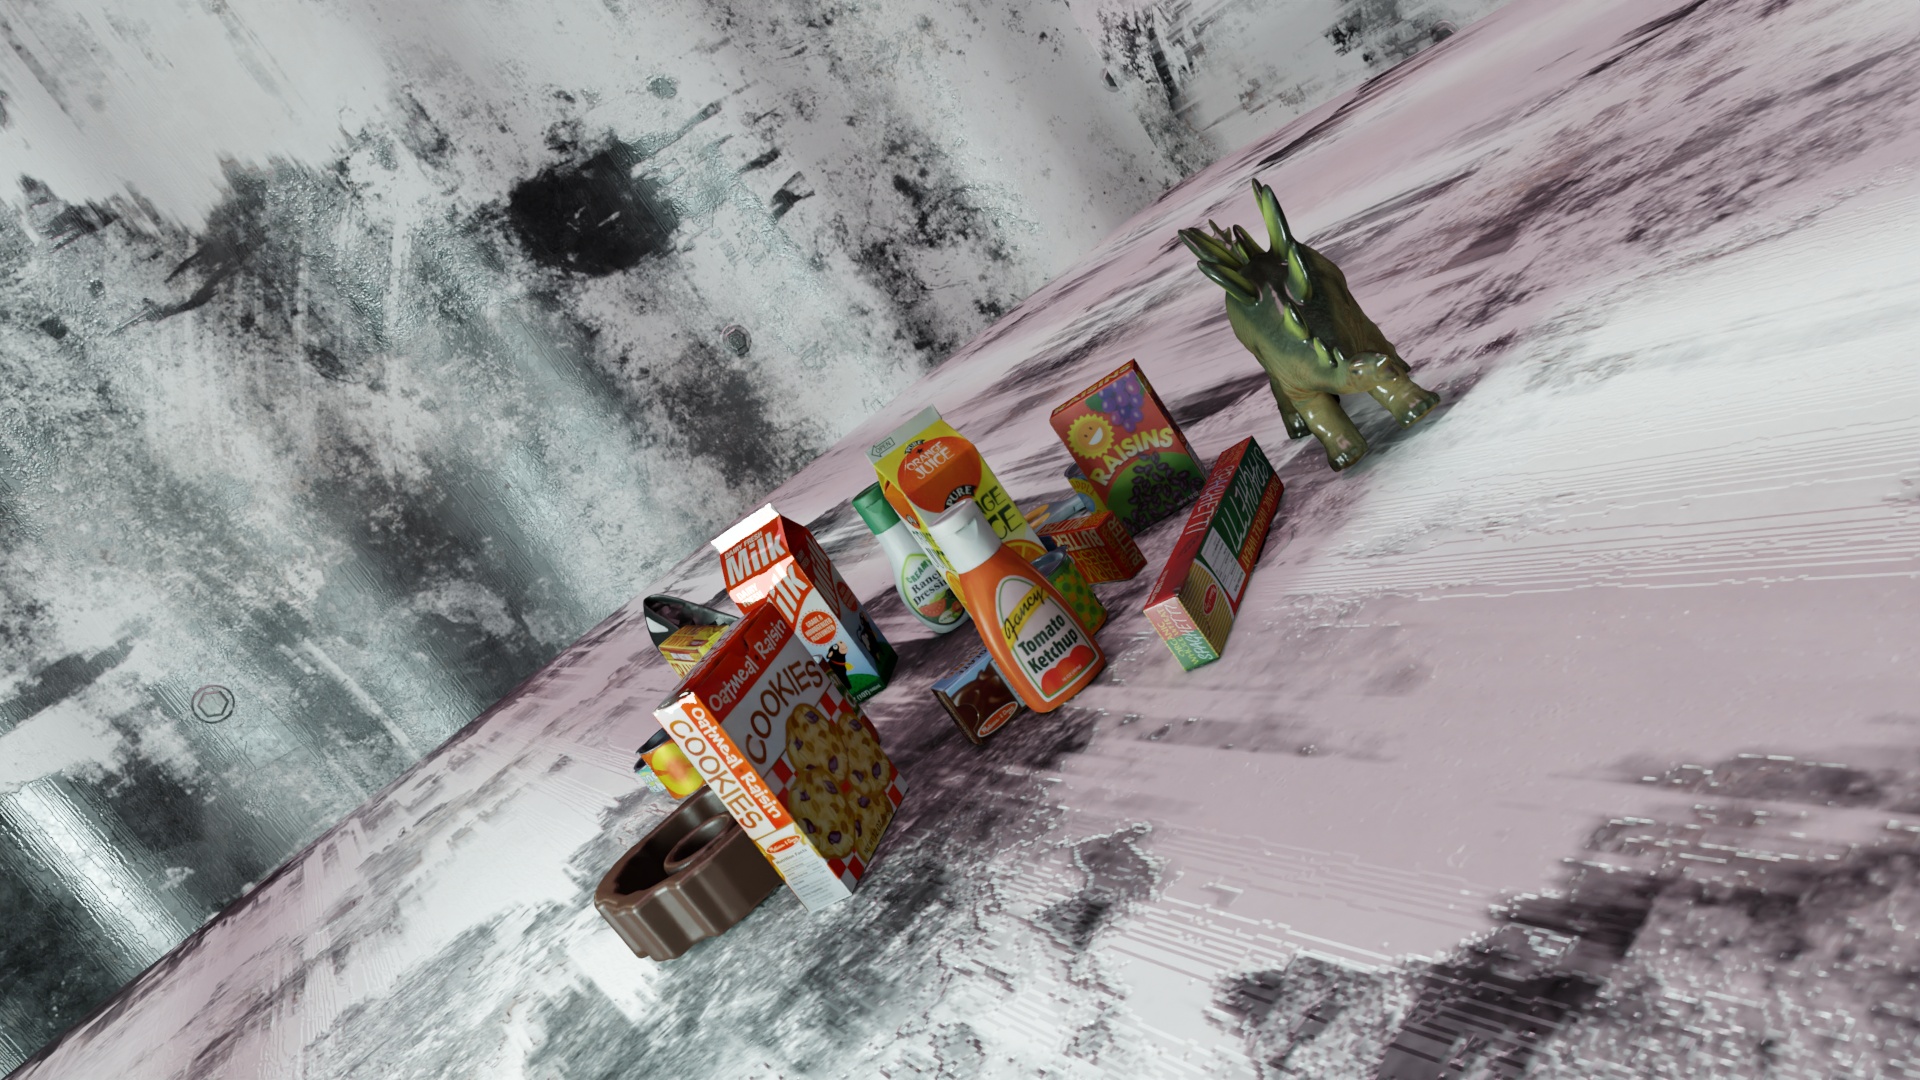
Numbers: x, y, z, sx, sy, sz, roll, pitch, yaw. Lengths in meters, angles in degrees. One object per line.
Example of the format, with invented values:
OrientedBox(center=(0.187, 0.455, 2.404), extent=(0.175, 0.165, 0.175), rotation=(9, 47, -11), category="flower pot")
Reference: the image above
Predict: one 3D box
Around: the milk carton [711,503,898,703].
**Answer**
OrientedBox(center=(-0.142, 0.060, 1.246), extent=(0.072, 0.190, 0.074), rotation=(-32, 12, 15), category="milk carton")

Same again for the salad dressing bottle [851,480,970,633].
OrientedBox(center=(-0.043, 0.014, 1.261), extent=(0.064, 0.147, 0.044), rotation=(-34, 11, 6), category="salad dressing bottle")

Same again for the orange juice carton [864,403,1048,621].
OrientedBox(center=(0.004, -0.014, 1.131), extent=(0.072, 0.192, 0.073), rotation=(-38, 11, -12), category="orange juice carton")

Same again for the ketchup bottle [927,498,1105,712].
OrientedBox(center=(0.034, 0.041, 0.937), extent=(0.065, 0.148, 0.043), rotation=(-38, 12, -14), category="ketchup bottle")

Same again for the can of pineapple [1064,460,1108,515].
OrientedBox(center=(0.135, -0.053, 1.256), extent=(0.071, 0.058, 0.071), rotation=(-33, 12, 8), category="can of pineapple")

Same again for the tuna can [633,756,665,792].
OrientedBox(center=(-0.298, 0.226, 1.416), extent=(0.071, 0.033, 0.071), rotation=(-33, 12, 8), category="tuna can")

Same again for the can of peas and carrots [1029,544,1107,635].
OrientedBox(center=(0.069, 0.047, 1.037), extent=(0.071, 0.058, 0.071), rotation=(-33, 12, 8), category="can of peas and carrots")

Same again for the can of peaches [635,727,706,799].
OrientedBox(center=(-0.268, 0.208, 1.339), extent=(0.071, 0.058, 0.071), rotation=(-33, 12, 8), category="can of peaches")

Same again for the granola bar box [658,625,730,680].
OrientedBox(center=(-0.218, 0.139, 1.311), extent=(0.039, 0.124, 0.165), rotation=(-40, 12, -21), category="granola bar box")

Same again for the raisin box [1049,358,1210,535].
OrientedBox(center=(0.143, -0.077, 1.166), extent=(0.086, 0.123, 0.040), rotation=(-31, 12, 18), category="raisin box")

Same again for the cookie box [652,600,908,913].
OrientedBox(center=(-0.112, 0.138, 0.910), extent=(0.040, 0.167, 0.123), rotation=(-30, 13, 26), category="cookie box")

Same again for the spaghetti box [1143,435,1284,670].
OrientedBox(center=(0.177, 0.001, 0.941), extent=(0.028, 0.050, 0.251), rotation=(-28, 14, 32), category="spaghetti box")

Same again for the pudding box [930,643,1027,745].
OrientedBox(center=(0.027, 0.098, 0.975), extent=(0.084, 0.049, 0.030), rotation=(-39, 12, -18), category="pudding box")

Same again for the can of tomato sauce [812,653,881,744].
OrientedBox(center=(-0.111, 0.142, 1.101), extent=(0.071, 0.083, 0.071), rotation=(-34, 11, 8), category="can of tomato sauce")

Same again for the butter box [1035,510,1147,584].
OrientedBox(center=(0.102, 0.008, 1.115), extent=(0.024, 0.053, 0.103), rotation=(-41, 13, -25), category="butter box")
